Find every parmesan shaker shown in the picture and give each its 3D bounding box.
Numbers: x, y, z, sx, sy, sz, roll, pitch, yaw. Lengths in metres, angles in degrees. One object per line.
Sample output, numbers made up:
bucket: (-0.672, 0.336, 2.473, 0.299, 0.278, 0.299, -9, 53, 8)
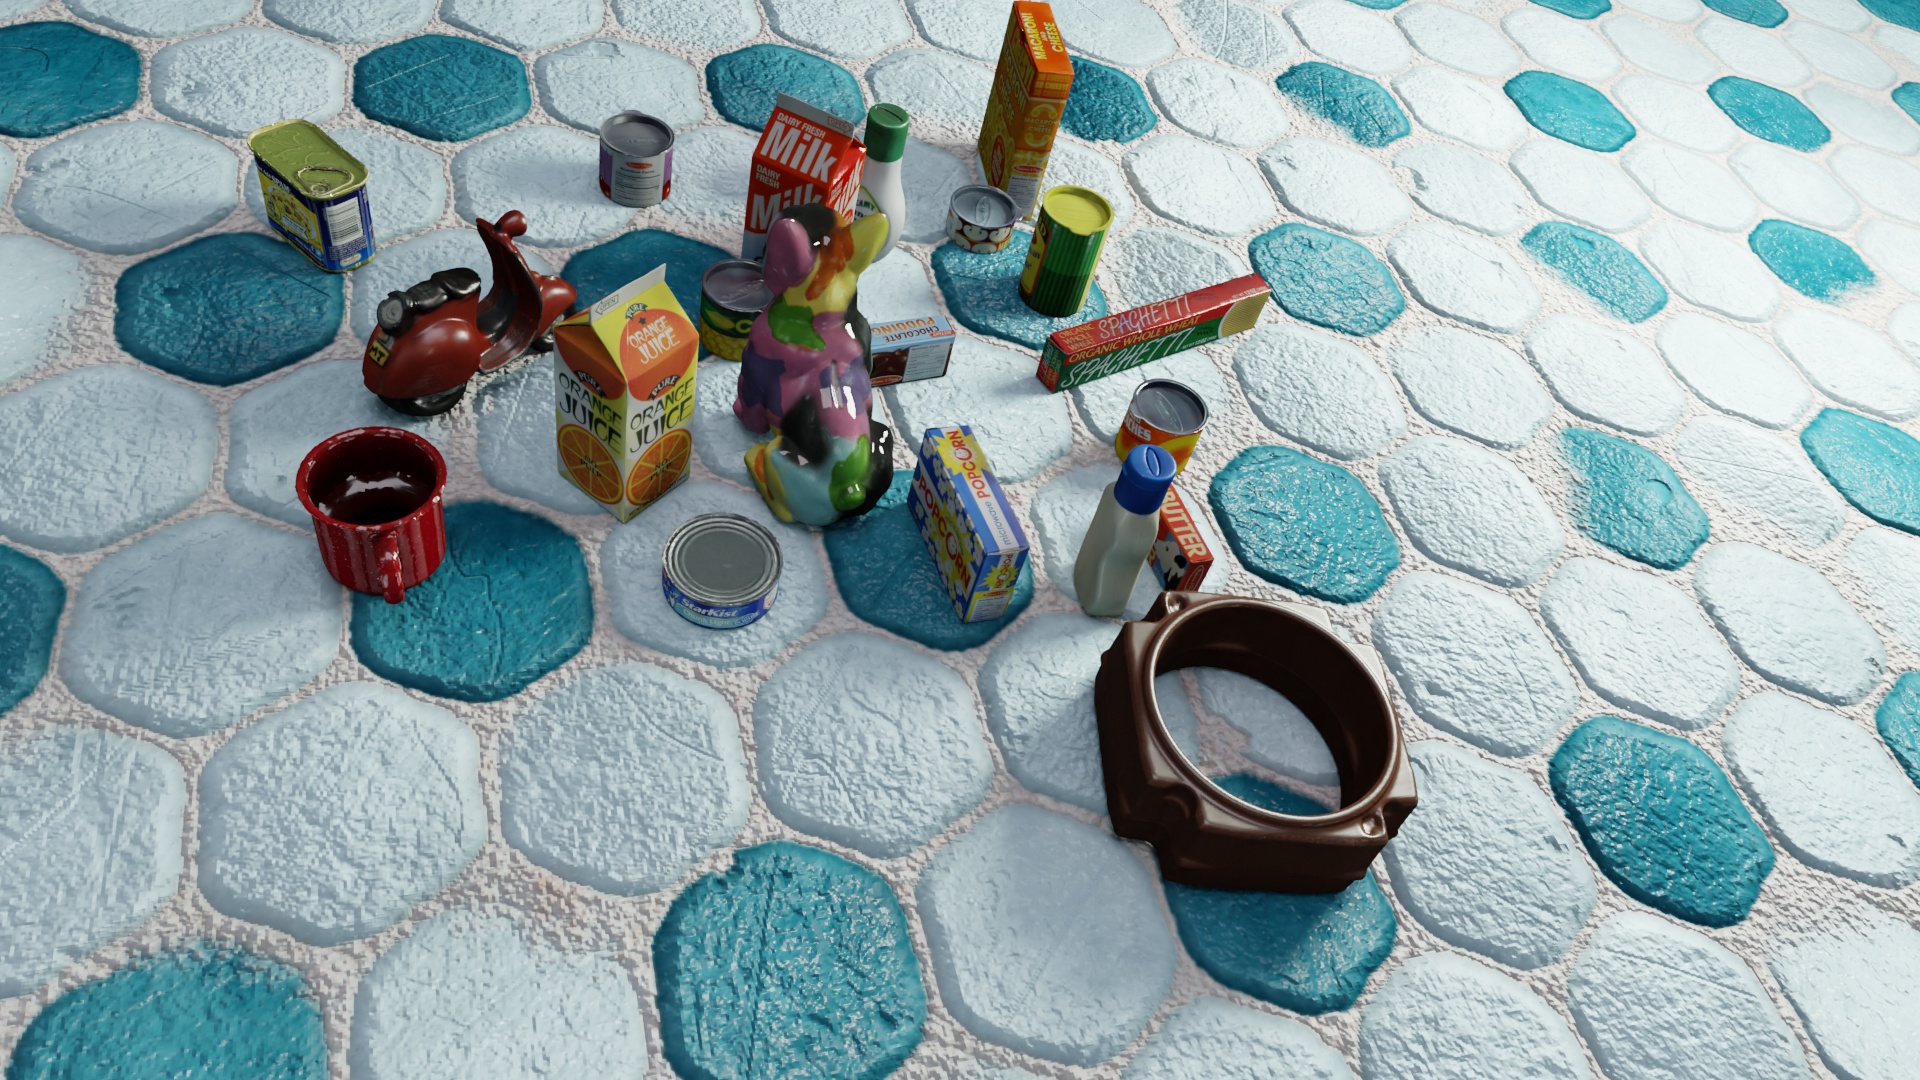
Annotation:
parmesan shaker: (0.095, -0.261, 1.268, 0.071, 0.102, 0.072, 7, 49, -9)

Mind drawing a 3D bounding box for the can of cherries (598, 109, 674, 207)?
can of cherries: (-0.296, -0.349, 1.271, 0.071, 0.058, 0.072, 7, 49, -9)

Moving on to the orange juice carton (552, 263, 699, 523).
orange juice carton: (-0.239, -0.110, 0.993, 0.073, 0.191, 0.072, 36, 51, 16)

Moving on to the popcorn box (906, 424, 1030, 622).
popcorn box: (0.004, -0.013, 1.045, 0.038, 0.084, 0.127, -10, 54, -22)

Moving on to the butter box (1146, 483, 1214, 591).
butter box: (0.162, -0.007, 1.102, 0.024, 0.052, 0.104, -8, 53, -21)

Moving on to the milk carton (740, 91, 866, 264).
milk carton: (-0.133, -0.283, 1.169, 0.072, 0.189, 0.074, 24, 49, 6)

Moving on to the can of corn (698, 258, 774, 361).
can of corn: (-0.184, -0.192, 1.166, 0.071, 0.058, 0.071, 7, 49, -9)

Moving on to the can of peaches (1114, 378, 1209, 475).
can of peaches: (0.167, -0.094, 1.174, 0.071, 0.057, 0.071, 7, 49, -9)

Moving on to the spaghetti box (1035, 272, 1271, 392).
spaghetti box: (0.179, -0.191, 1.265, 0.251, 0.049, 0.029, -21, 58, -29)

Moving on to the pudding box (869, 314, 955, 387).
pudding box: (-0.050, -0.161, 1.180, 0.084, 0.049, 0.030, -12, 55, -23)

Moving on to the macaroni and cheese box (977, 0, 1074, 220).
macaroni and cheese box: (0.060, -0.416, 1.348, 0.040, 0.165, 0.124, 0, 51, -14)

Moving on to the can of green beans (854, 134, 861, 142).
can of green beans: (-0.129, -0.353, 1.318, 0.071, 0.057, 0.071, 7, 49, -9)

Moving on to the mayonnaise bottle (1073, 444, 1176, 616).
mayonnaise bottle: (0.121, -0.009, 1.030, 0.041, 0.147, 0.065, 3, 50, -12)

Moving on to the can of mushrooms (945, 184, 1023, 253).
can of mushrooms: (0.022, -0.308, 1.335, 0.071, 0.033, 0.071, 7, 49, -8)

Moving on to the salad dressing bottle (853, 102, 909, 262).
salad dressing bottle: (-0.075, -0.319, 1.243, 0.064, 0.146, 0.044, 33, 50, 14)
